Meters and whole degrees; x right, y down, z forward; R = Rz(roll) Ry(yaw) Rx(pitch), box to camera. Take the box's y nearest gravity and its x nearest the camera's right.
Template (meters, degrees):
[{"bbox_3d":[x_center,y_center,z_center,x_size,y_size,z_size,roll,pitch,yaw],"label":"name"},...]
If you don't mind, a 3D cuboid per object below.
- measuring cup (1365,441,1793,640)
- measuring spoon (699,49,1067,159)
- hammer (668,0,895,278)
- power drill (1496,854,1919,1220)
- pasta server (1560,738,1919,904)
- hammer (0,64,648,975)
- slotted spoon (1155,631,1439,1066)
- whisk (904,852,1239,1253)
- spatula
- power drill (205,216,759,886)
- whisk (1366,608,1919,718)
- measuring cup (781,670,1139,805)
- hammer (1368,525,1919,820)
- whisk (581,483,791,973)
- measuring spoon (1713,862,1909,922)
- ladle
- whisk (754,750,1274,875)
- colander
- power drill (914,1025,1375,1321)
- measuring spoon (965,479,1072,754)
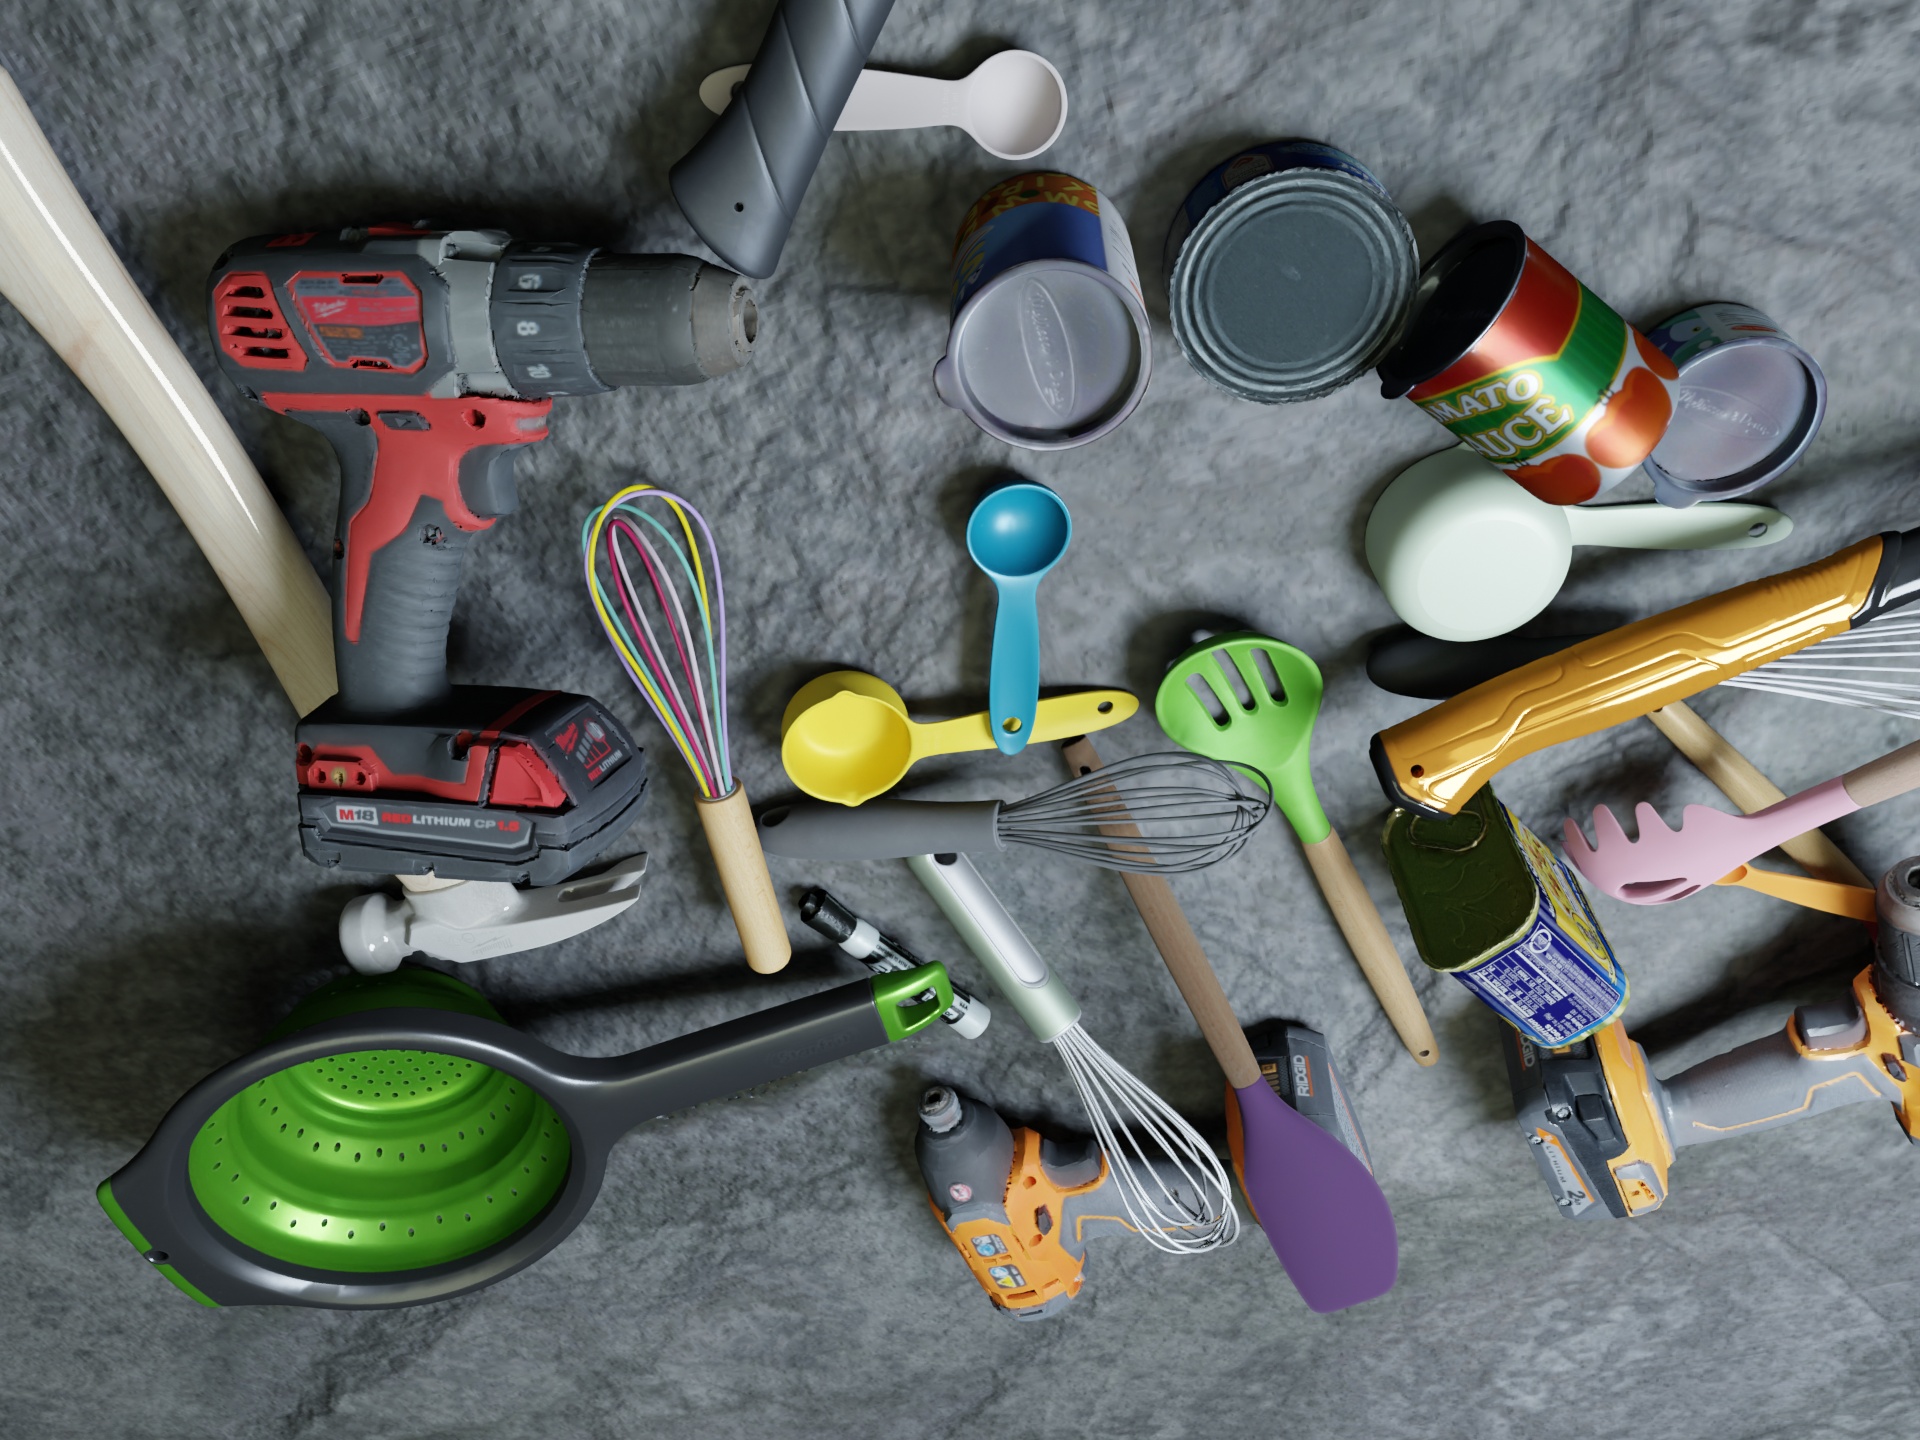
[{"bbox_3d":[0.246,-0.067,0.624,0.167,0.038,0.083,-1,128,3],"label":"measuring cup"},{"bbox_3d":[-0.026,-0.210,0.534,0.124,0.018,0.034,5,119,5],"label":"measuring spoon"},{"bbox_3d":[0.017,-0.304,0.438,0.149,0.036,0.408,22,123,-18],"label":"hammer"},{"bbox_3d":[0.377,0.151,0.750,0.226,0.084,0.185,-17,128,21],"label":"power drill"},{"bbox_3d":[0.372,0.010,0.620,0.060,0.040,0.316,21,144,-25],"label":"pasta server"},{"bbox_3d":[-0.266,-0.055,0.637,0.146,0.038,0.410,-13,126,8],"label":"hammer"},{"bbox_3d":[0.171,0.069,0.739,0.070,0.031,0.313,-22,126,16],"label":"slotted spoon"},{"bbox_3d":[0.051,0.148,0.739,0.246,0.058,0.059,54,144,-5],"label":"whisk"},{"bbox_3d":[0.123,0.144,0.734,0.060,0.018,0.315,-26,103,13],"label":"spatula"},{"bbox_3d":[-0.160,-0.061,0.566,0.188,0.080,0.226,3,108,10],"label":"power drill"},{"bbox_3d":[0.311,-0.026,0.649,0.284,0.070,0.070,-2,128,9],"label":"whisk"},{"bbox_3d":[-0.001,-0.002,0.691,0.156,0.029,0.062,-8,127,-8],"label":"measuring cup"},{"bbox_3d":[0.313,-0.050,0.597,0.337,0.034,0.127,-24,95,15],"label":"hammer"},{"bbox_3d":[-0.112,0.013,0.673,0.051,0.047,0.244,-3,123,13],"label":"whisk"},{"bbox_3d":[0.394,0.076,0.726,0.117,0.011,0.021,13,141,-5],"label":"measuring spoon"},{"bbox_3d":[0.403,0.069,0.738,0.315,0.031,0.069,37,124,-23],"label":"ladle"},{"bbox_3d":[0.017,0.043,0.690,0.239,0.055,0.055,-4,129,20],"label":"whisk"},{"bbox_3d":[-0.202,0.165,0.781,0.397,0.095,0.204,-17,129,-2],"label":"colander"},{"bbox_3d":[0.091,0.233,0.833,0.226,0.084,0.164,-16,124,16],"label":"power drill"},{"bbox_3d":[0.021,-0.043,0.651,0.042,0.021,0.128,-4,125,-7],"label":"measuring spoon"}]
